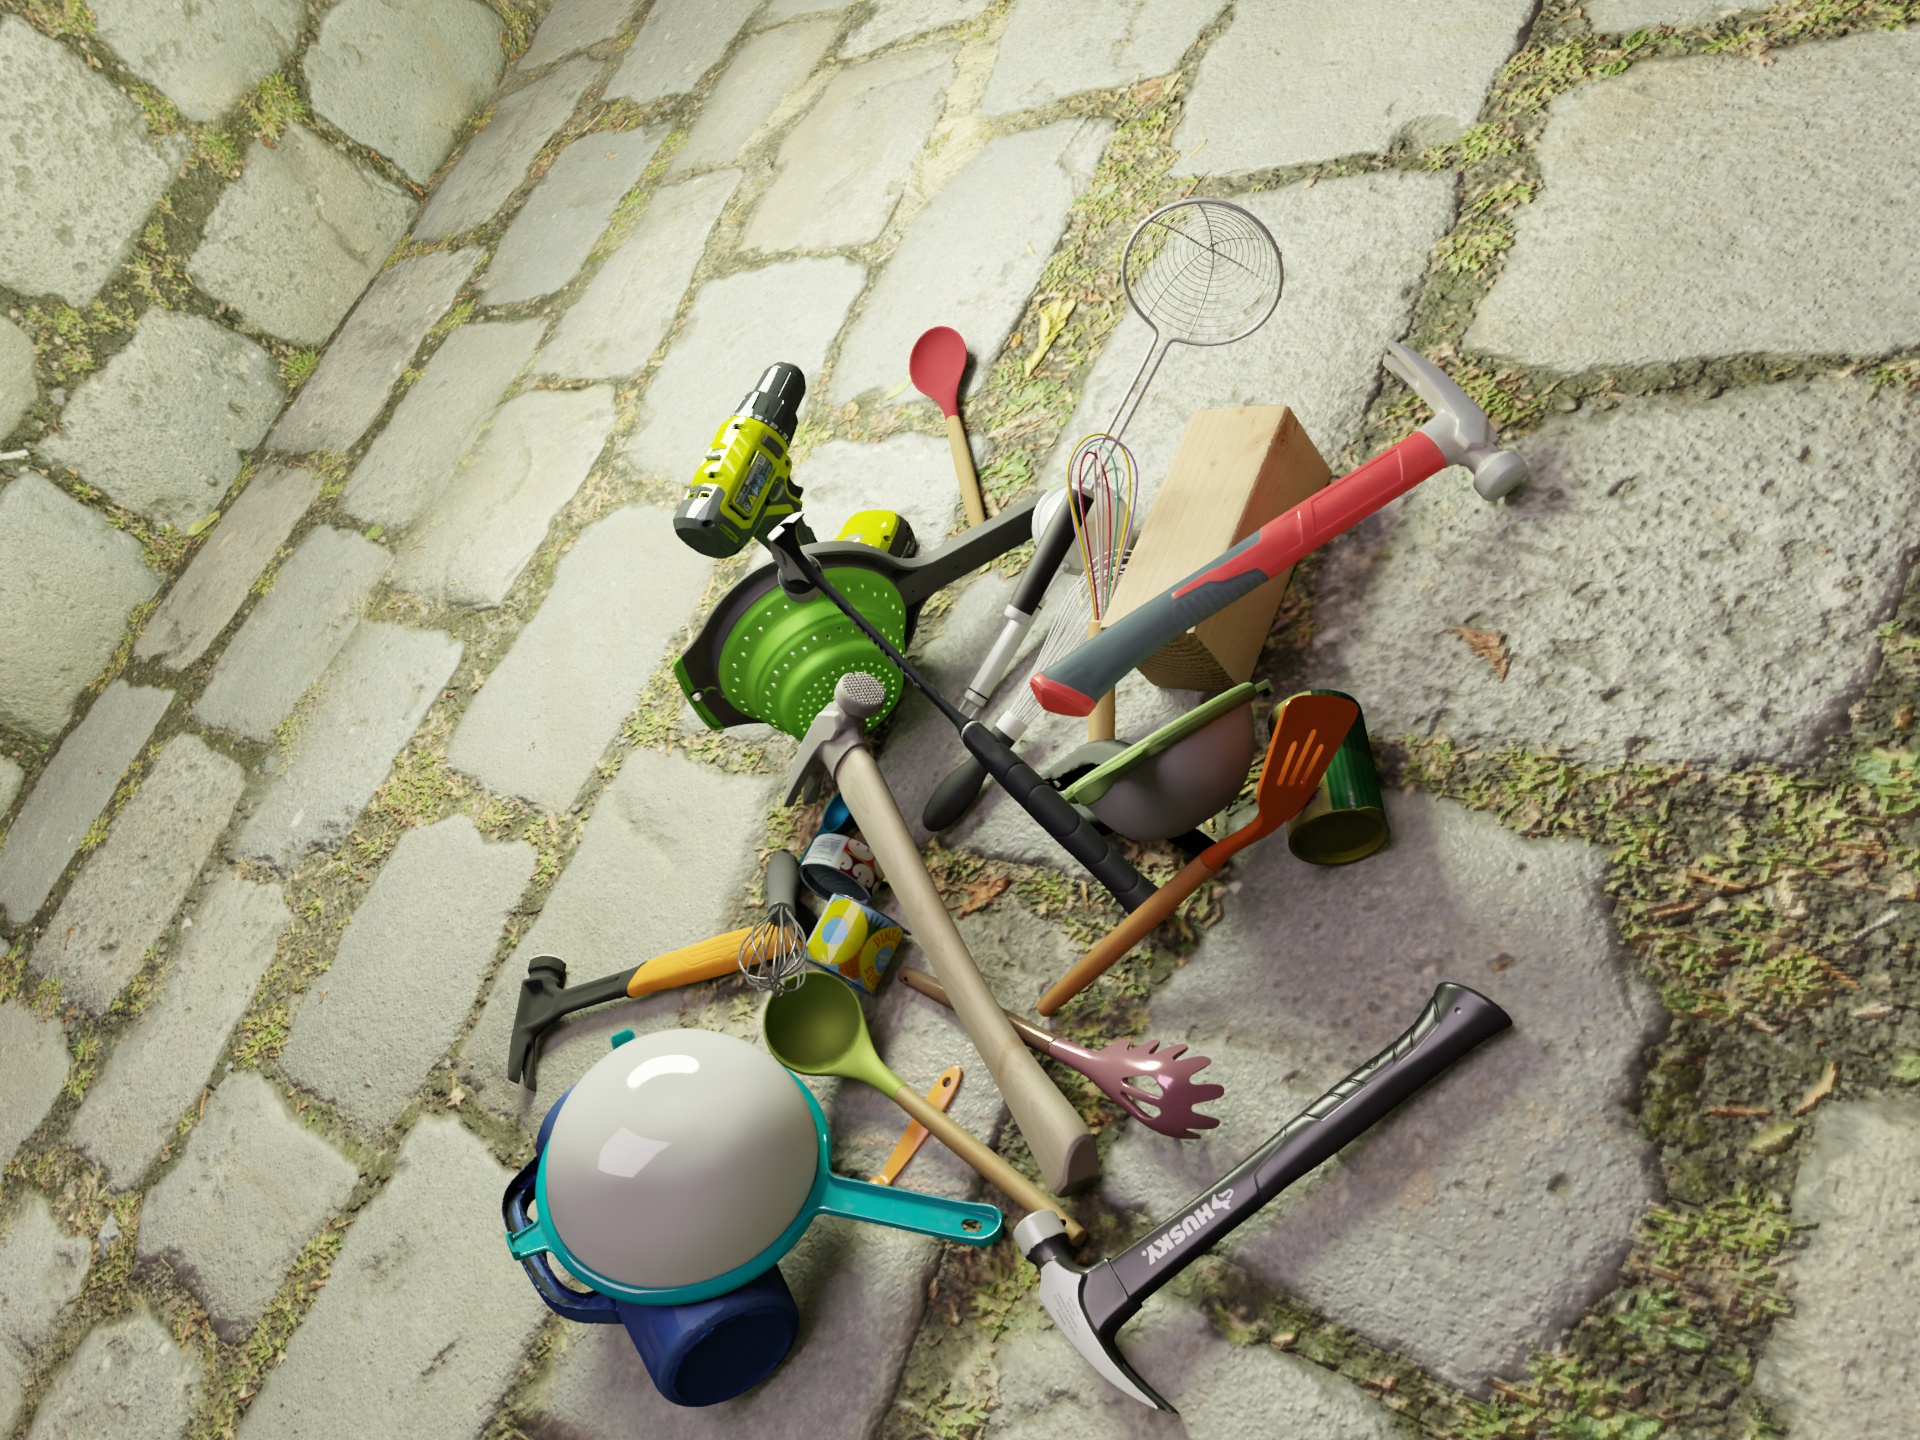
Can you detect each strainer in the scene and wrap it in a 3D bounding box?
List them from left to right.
[{"bbox_3d":[-0.138,0.297,1.096,0.340,0.095,0.211,7,42,14],"label":"strainer"},{"bbox_3d":[0.069,-0.109,1.352,0.087,0.050,0.258,31,91,7],"label":"strainer"},{"bbox_3d":[0.132,0.046,1.040,0.151,0.256,0.069,-33,85,22],"label":"strainer"}]

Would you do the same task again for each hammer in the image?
[{"bbox_3d":[-0.264,0.228,1.393,0.337,0.034,0.127,-21,48,27],"label":"hammer"},{"bbox_3d":[-0.019,0.162,1.160,0.411,0.038,0.146,59,137,30],"label":"hammer"},{"bbox_3d":[-0.002,-0.004,1.176,0.036,0.149,0.409,-43,76,-9],"label":"hammer"},{"bbox_3d":[0.209,-0.130,1.144,0.386,0.038,0.143,-32,67,-7],"label":"hammer"},{"bbox_3d":[0.194,0.276,0.967,0.335,0.035,0.146,-40,50,6],"label":"hammer"}]

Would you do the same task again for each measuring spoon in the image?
[{"bbox_3d":[-0.122,0.118,1.374,0.128,0.021,0.042,-58,29,3],"label":"measuring spoon"},{"bbox_3d":[-0.035,0.301,1.163,0.021,0.011,0.117,25,77,47],"label":"measuring spoon"}]

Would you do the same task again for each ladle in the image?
[{"bbox_3d":[-0.031,0.276,1.136,0.320,0.062,0.078,28,74,43],"label":"ladle"},{"bbox_3d":[-0.003,-0.279,1.559,0.069,0.031,0.316,-31,46,22],"label":"ladle"}]

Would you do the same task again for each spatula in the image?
[{"bbox_3d":[0.148,0.102,1.072,0.322,0.081,0.041,-48,55,32],"label":"spatula"}]

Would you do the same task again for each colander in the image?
[{"bbox_3d":[-0.044,-0.086,1.364,0.397,0.204,0.095,-29,53,-6],"label":"colander"}]

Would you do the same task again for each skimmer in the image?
[{"bbox_3d":[0.129,-0.237,1.269,0.363,0.127,0.090,-62,7,8],"label":"skimmer"}]

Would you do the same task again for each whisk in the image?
[{"bbox_3d":[-0.146,0.154,1.269,0.055,0.055,0.239,-40,16,9],"label":"whisk"},{"bbox_3d":[0.063,-0.020,1.294,0.284,0.070,0.070,-51,42,5],"label":"whisk"},{"bbox_3d":[0.106,-0.099,1.236,0.051,0.047,0.245,5,98,44],"label":"whisk"}]

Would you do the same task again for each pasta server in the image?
[{"bbox_3d":[0.057,0.223,1.127,0.316,0.040,0.060,14,99,51],"label":"pasta server"}]

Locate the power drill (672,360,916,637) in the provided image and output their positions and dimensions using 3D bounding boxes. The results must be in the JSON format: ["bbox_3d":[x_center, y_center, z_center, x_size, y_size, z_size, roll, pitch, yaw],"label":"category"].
[{"bbox_3d":[-0.143,-0.196,1.462,0.080,0.228,0.191,5,63,42],"label":"power drill"}]
